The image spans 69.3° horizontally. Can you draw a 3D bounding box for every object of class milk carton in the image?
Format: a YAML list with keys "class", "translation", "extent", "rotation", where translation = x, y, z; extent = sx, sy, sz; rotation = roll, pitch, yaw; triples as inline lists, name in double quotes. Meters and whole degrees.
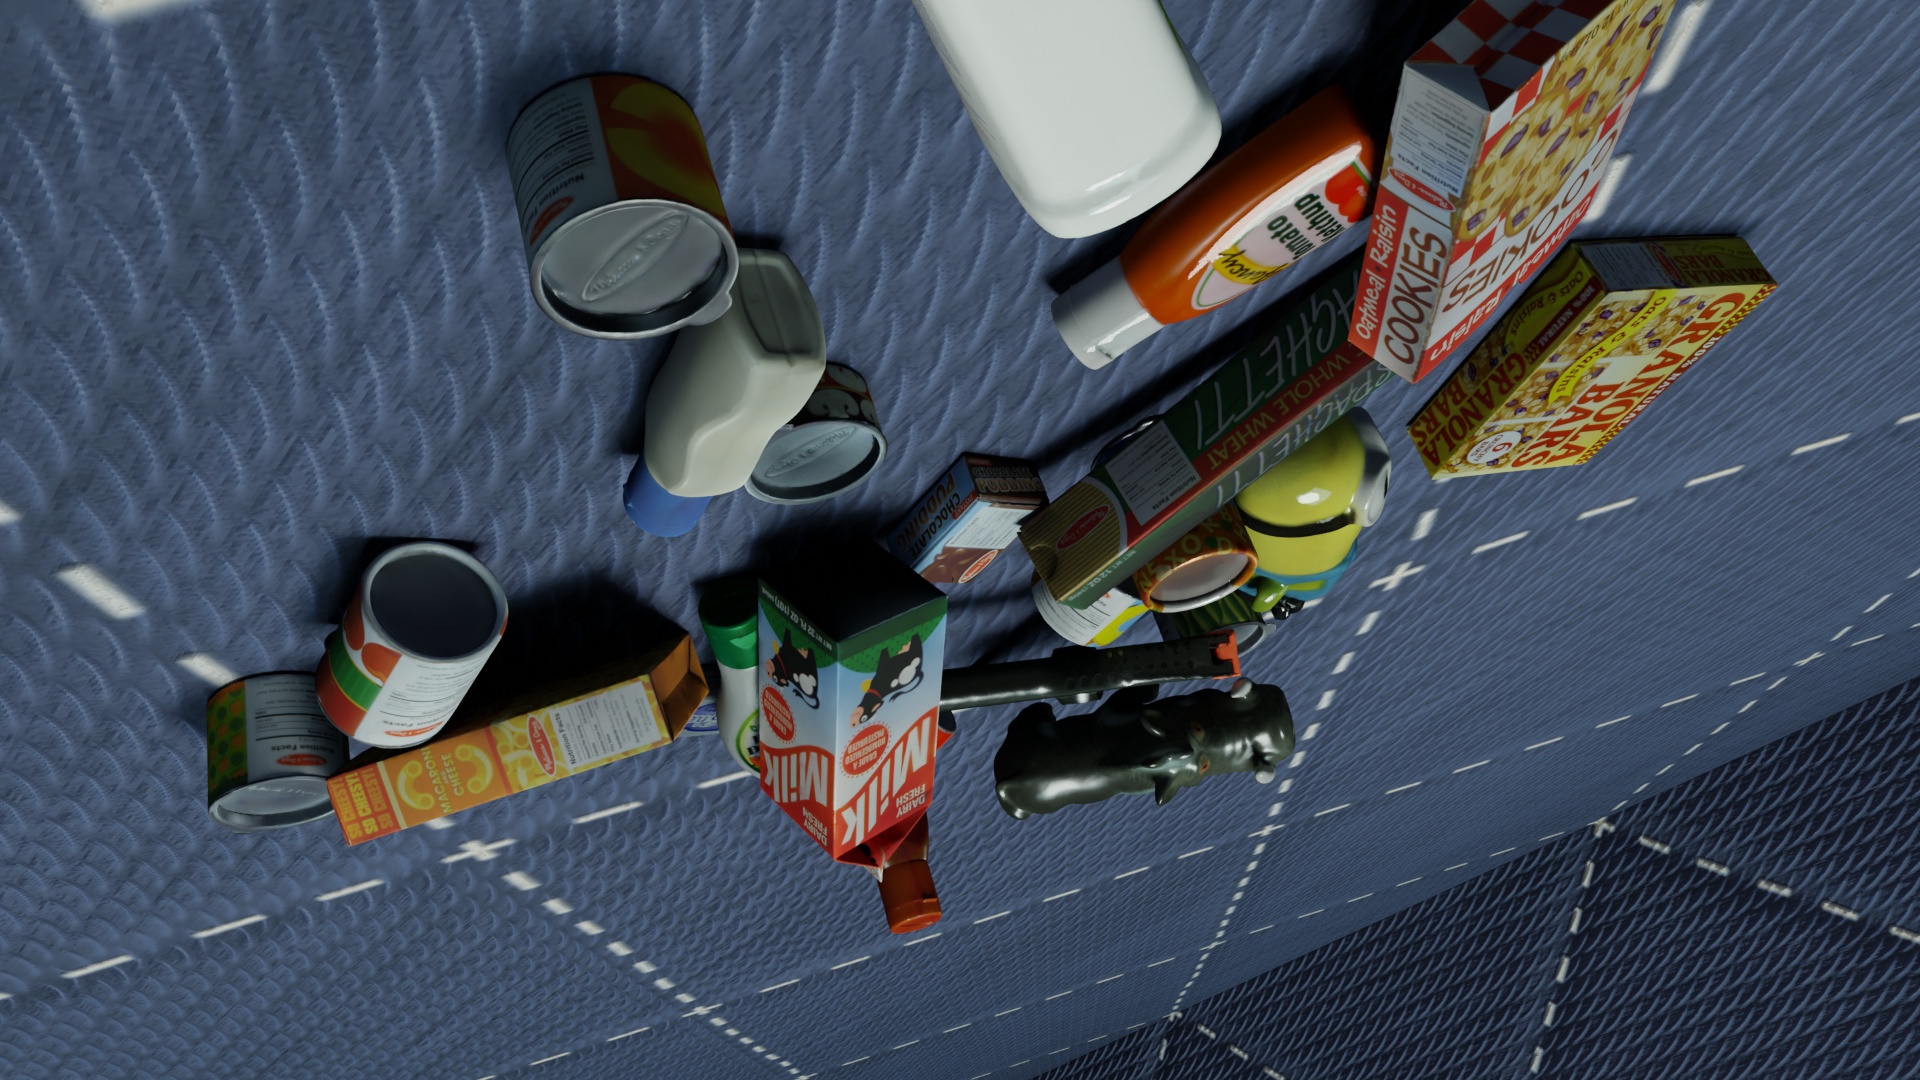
- class: "milk carton"
  translation: [-0.062, 0.102, 0.764]
  extent: [0.074, 0.072, 0.189]
  rotation: [-23, 132, -35]

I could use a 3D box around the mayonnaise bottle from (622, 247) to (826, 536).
- class: "mayonnaise bottle"
  translation: [-0.102, -0.052, 0.568]
  extent: [0.041, 0.065, 0.147]
  rotation: [-5, 154, -32]

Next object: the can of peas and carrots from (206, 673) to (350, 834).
- class: "can of peas and carrots"
  translation: [-0.349, 0.109, 0.709]
  extent: [0.071, 0.059, 0.070]
  rotation: [-14, 153, -7]

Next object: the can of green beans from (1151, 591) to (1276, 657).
- class: "can of green beans"
  translation: [0.161, 0.046, 0.914]
  extent: [0.071, 0.058, 0.071]
  rotation: [-15, 152, -8]

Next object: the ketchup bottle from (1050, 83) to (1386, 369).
- class: "ketchup bottle"
  translation: [0.107, -0.125, 0.580]
  extent: [0.148, 0.044, 0.065]
  rotation: [-31, 153, 24]

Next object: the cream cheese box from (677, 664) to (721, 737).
- class: "cream cheese box"
  translation: [-0.145, 0.097, 0.854]
  extent: [0.104, 0.024, 0.053]
  rotation: [-2, 149, -29]

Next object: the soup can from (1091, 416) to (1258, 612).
- class: "soup can"
  translation: [0.115, -0.014, 0.746]
  extent: [0.071, 0.084, 0.071]
  rotation: [-14, 152, -8]

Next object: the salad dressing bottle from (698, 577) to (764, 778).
- class: "salad dressing bottle"
  translation: [-0.114, 0.081, 0.791]
  extent: [0.064, 0.044, 0.146]
  rotation: [-23, 139, -12]

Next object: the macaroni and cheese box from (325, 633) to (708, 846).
- class: "macaroni and cheese box"
  translation: [-0.226, 0.100, 0.732]
  extent: [0.166, 0.040, 0.124]
  rotation: [-18, -175, -1]

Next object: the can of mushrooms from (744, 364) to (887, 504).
- class: "can of mushrooms"
  translation: [-0.070, -0.048, 0.622]
  extent: [0.071, 0.033, 0.070]
  rotation: [-14, 153, -7]

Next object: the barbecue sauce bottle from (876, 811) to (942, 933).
- class: "barbecue sauce bottle"
  translation: [-0.050, 0.191, 0.950]
  extent: [0.065, 0.149, 0.043]
  rotation: [10, 140, -43]

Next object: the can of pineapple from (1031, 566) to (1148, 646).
- class: "can of pineapple"
  translation: [0.084, 0.020, 0.811]
  extent: [0.071, 0.071, 0.057]
  rotation: [1, 147, -34]

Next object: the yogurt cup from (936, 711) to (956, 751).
- class: "yogurt cup"
  translation: [-0.040, 0.121, 0.921]
  extent: [0.054, 0.072, 0.072]
  rotation: [-40, 148, 12]

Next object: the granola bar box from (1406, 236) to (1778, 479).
- class: "granola bar box"
  translation: [0.349, -0.101, 0.783]
  extent: [0.124, 0.039, 0.164]
  rotation: [-6, 150, -22]

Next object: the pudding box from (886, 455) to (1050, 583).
- class: "pudding box"
  translation: [0.003, -0.009, 0.743]
  extent: [0.050, 0.030, 0.083]
  rotation: [2, 146, -37]

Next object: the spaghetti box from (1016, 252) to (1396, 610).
- class: "spaghetti box"
  translation: [0.137, -0.057, 0.683]
  extent: [0.249, 0.050, 0.028]
  rotation: [-39, 149, 19]

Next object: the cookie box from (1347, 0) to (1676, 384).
- class: "cookie box"
  translation: [0.216, -0.152, 0.548]
  extent: [0.123, 0.040, 0.166]
  rotation: [-42, 156, -13]

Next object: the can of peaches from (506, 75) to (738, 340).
- class: "can of peaches"
  translation: [-0.110, -0.108, 0.458]
  extent: [0.071, 0.058, 0.071]
  rotation: [-15, 153, -8]

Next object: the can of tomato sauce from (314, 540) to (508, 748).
- class: "can of tomato sauce"
  translation: [-0.257, 0.047, 0.648]
  extent: [0.071, 0.071, 0.082]
  rotation: [4, 145, -37]
